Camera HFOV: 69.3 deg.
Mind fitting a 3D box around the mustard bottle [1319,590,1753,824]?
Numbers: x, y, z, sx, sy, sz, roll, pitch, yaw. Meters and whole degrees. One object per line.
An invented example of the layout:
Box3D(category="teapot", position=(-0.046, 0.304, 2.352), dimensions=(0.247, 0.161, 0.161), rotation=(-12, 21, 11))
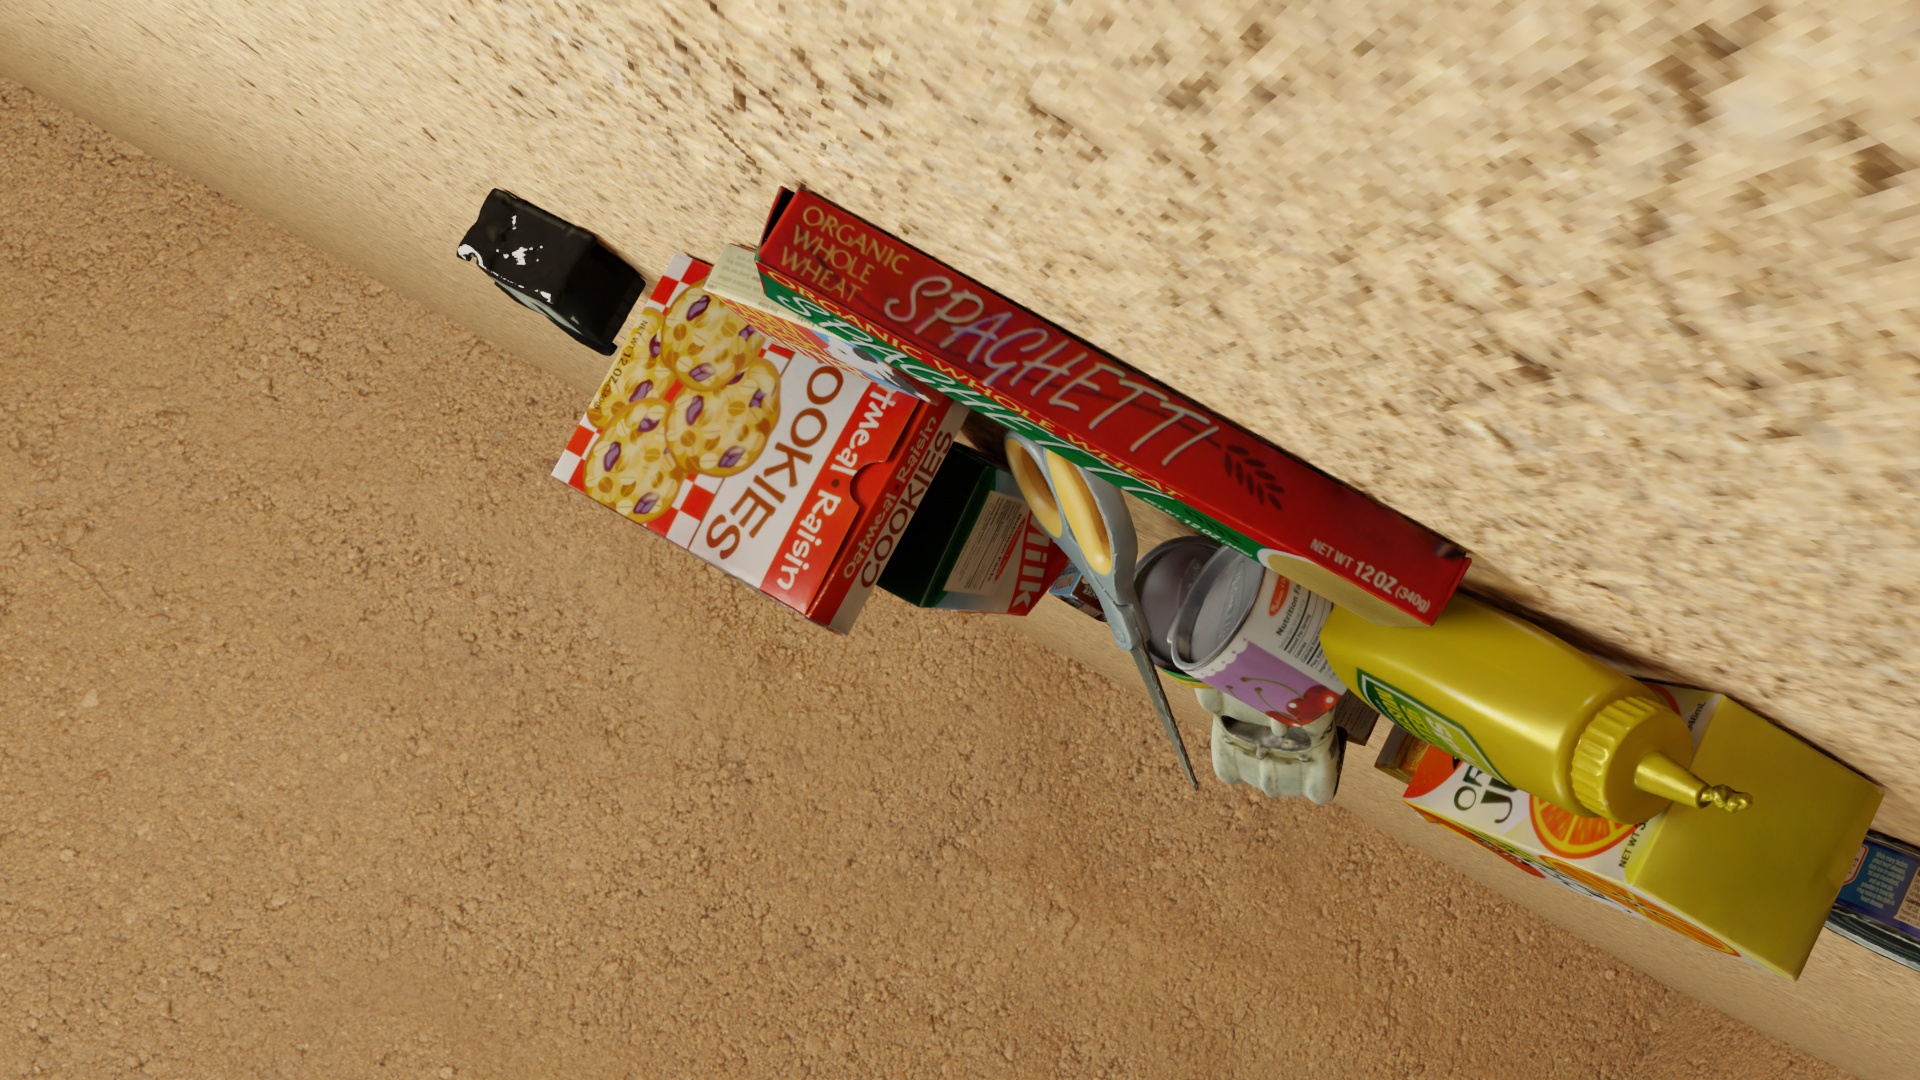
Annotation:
Box3D(category="mustard bottle", position=(0.191, 0.057, 0.470), dimensions=(0.065, 0.049, 0.160), rotation=(43, 175, -28))

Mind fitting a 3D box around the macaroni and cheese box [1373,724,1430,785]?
Box3D(category="macaroni and cheese box", position=(0.331, 0.153, 0.845), dimensions=(0.124, 0.040, 0.166), rotation=(27, 176, 9))

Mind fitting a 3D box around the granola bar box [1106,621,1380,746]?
Box3D(category="granola bar box", position=(0.183, 0.078, 0.917), dimensions=(0.124, 0.039, 0.165), rotation=(30, 175, -15))

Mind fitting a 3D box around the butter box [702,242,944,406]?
Box3D(category="butter box", position=(-0.053, -0.088, 0.563), dimensions=(0.103, 0.024, 0.053), rotation=(25, 174, 37))

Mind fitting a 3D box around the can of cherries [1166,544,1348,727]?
Box3D(category="can of cherries", position=(0.132, 0.039, 0.600), dimensions=(0.058, 0.071, 0.071), rotation=(28, 175, -13))

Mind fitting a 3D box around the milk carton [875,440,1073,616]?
Box3D(category="milk carton", position=(0.003, -0.009, 0.713), dimensions=(0.072, 0.073, 0.190), rotation=(27, -174, 22))

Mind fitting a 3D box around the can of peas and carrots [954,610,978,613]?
Box3D(category="can of peas and carrots", position=(0.007, 0.002, 0.853), dimensions=(0.071, 0.058, 0.071), rotation=(25, -150, -15))

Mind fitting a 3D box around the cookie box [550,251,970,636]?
Box3D(category="cookie box", position=(-0.092, -0.047, 0.627), dimensions=(0.168, 0.123, 0.040), rotation=(26, 175, 29))

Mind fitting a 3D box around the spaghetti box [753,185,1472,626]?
Box3D(category="spaghetti box", position=(0.046, -0.041, 0.462), dimensions=(0.250, 0.029, 0.050), rotation=(28, 175, -1))

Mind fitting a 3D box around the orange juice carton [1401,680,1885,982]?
Box3D(category="orange juice carton", position=(0.241, 0.096, 0.540), dimensions=(0.073, 0.072, 0.192), rotation=(30, 175, -9))

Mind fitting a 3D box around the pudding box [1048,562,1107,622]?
Box3D(category="pudding box", position=(0.100, 0.039, 1.038), dimensions=(0.049, 0.030, 0.083), rotation=(30, 175, -7))

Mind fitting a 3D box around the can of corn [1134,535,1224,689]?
Box3D(category="can of corn", position=(0.119, 0.036, 0.675), dimensions=(0.071, 0.071, 0.058), rotation=(27, 175, 22))
